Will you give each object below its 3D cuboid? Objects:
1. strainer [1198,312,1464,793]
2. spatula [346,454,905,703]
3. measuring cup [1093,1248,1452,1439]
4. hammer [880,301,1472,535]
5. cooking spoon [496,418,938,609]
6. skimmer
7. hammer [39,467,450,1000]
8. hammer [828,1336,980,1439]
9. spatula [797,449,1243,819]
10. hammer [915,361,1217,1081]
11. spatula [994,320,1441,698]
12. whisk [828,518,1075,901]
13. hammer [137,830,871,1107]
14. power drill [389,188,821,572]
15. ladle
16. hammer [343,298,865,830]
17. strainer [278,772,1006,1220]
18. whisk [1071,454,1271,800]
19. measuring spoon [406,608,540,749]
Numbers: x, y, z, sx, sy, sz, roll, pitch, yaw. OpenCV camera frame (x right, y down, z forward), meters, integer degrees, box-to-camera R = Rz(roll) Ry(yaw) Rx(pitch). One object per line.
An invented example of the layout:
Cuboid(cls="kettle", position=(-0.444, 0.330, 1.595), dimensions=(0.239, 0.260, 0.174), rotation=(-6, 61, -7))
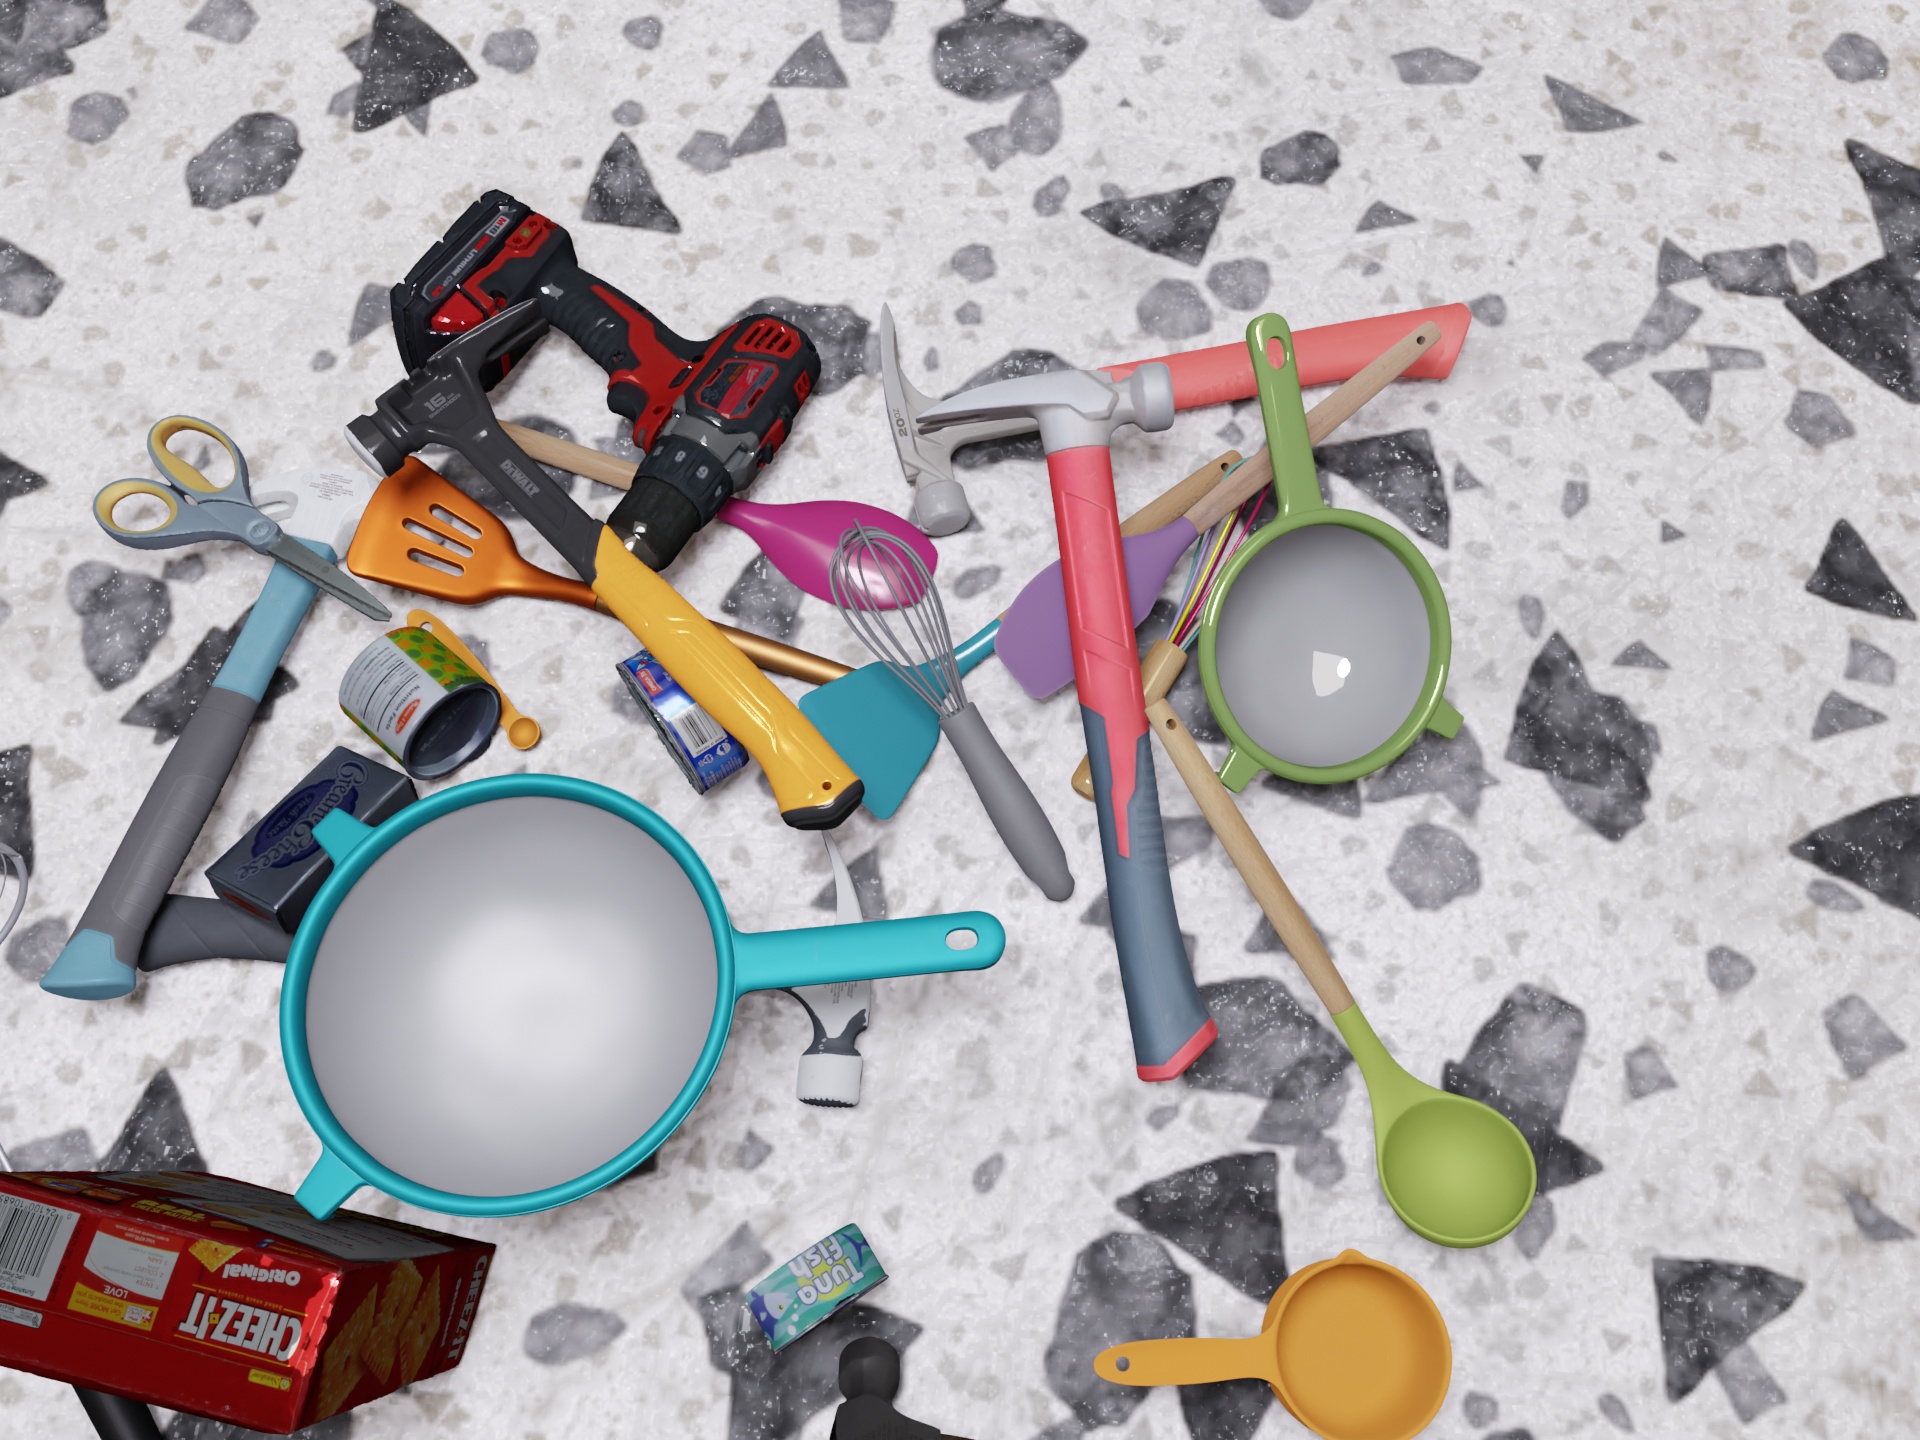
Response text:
Cuboid(cls="strainer", position=(0.182, -0.093, 0.885), dimensions=(0.151, 0.069, 0.256), rotation=(-13, 96, -14))
Cuboid(cls="spatula", position=(-0.186, -0.066, 0.916), dimensions=(0.322, 0.041, 0.081), rotation=(18, 69, 3))
Cuboid(cls="measuring cup", position=(0.152, 0.315, 0.792), dimensions=(0.173, 0.052, 0.095), rotation=(-3, 72, 0))
Cuboid(cls="hammer", position=(0.133, -0.216, 0.973), dimensions=(0.359, 0.036, 0.149), rotation=(-12, 72, -4))
Cuboid(cls="cooking spoon", position=(-0.167, -0.136, 0.952), dimensions=(0.319, 0.017, 0.069), rotation=(19, 71, 5))
Cuboid(cls="skimmer", position=(-0.491, 0.223, 0.826), dimensions=(0.127, 0.090, 0.363), rotation=(-29, 85, -13))
Cuboid(cls="hammer", position=(-0.407, -0.001, 0.880), dimensions=(0.128, 0.033, 0.331), rotation=(14, 65, 5))
Cuboid(cls="hammer", position=(0.101, 0.373, 0.754), dimensions=(0.331, 0.130, 0.031), rotation=(12, 106, -5))
Cuboid(cls="spatula", position=(0.049, -0.067, 0.919), dimensions=(0.317, 0.044, 0.082), rotation=(-37, 97, -13))
Cuboid(cls="hammer", position=(0.068, 0.001, 0.864), dimensions=(0.143, 0.038, 0.386), rotation=(-8, 83, 2))
Cuboid(cls="spatula", position=(0.149, -0.128, 0.904), dimensions=(0.316, 0.018, 0.060), rotation=(-38, 90, -4))
Cuboid(cls="whisk", position=(0.000, -0.003, 0.862), dimensions=(0.055, 0.055, 0.239), rotation=(-32, 98, -10))
Cuboid(cls="hammer", position=(-0.250, 0.119, 0.860), dimensions=(0.409, 0.036, 0.149), rotation=(4, 71, 1))
Cuboid(cls="power drill", position=(-0.217, -0.192, 0.928), dimensions=(0.227, 0.080, 0.188), rotation=(27, 63, 6))
Cuboid(cls="ladle", position=(0.187, 0.125, 0.817), dimensions=(0.078, 0.062, 0.320), rotation=(-31, 89, -13))
Cuboid(cls="hammer", position=(-0.168, -0.075, 0.833), dimensions=(0.127, 0.034, 0.337), rotation=(-42, 79, -14))
Cuboid(cls="strainer", position=(-0.149, 0.134, 0.788), dimensions=(0.340, 0.095, 0.211), rotation=(-5, 67, -6))
Cuboid(cls="whisk", position=(0.131, -0.061, 0.920), dimensions=(0.051, 0.047, 0.245), rotation=(31, 77, 8))
Cuboid(cls="measuring spoon", position=(-0.282, -0.024, 0.921), dimensions=(0.117, 0.011, 0.021), rotation=(43, 87, 16))
